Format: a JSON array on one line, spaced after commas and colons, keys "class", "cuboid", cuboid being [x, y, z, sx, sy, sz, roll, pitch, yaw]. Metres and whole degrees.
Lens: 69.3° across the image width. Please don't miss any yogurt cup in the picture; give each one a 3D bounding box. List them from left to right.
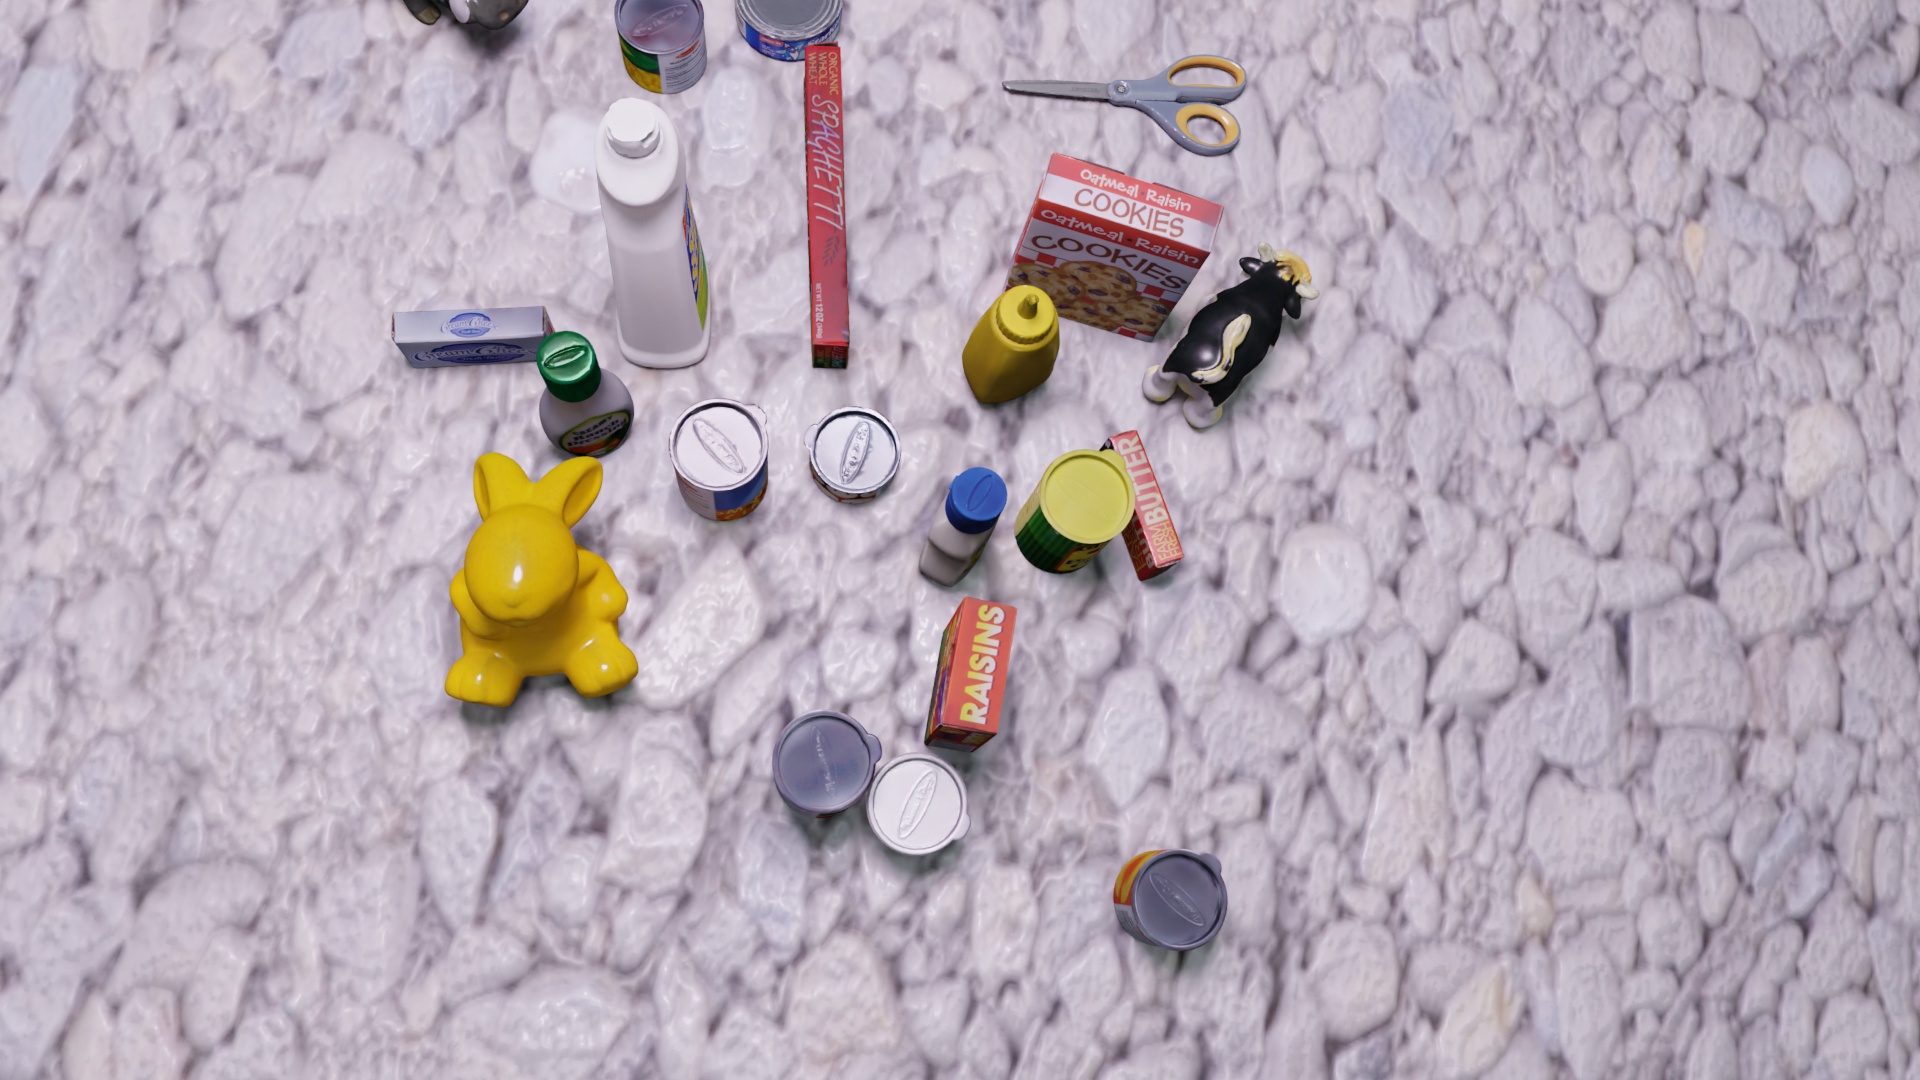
[{"class": "yogurt cup", "cuboid": [-0.031, 0.180, 0.944, 0.072, 0.053, 0.072, 2, 76, -7]}]

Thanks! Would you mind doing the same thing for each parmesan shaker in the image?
[{"class": "parmesan shaker", "cuboid": [0.081, -0.020, 0.985, 0.071, 0.103, 0.071, 2, 76, -7]}]

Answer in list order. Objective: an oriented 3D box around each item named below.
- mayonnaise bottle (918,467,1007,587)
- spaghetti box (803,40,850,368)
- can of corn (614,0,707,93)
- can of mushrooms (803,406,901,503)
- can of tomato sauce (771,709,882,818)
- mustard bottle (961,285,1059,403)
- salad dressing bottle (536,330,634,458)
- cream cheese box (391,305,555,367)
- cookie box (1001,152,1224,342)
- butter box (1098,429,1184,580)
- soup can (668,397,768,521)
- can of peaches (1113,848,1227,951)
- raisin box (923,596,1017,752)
[{"class": "mayonnaise bottle", "cuboid": [0.003, -0.012, 0.950, 0.041, 0.147, 0.065, 32, 74, 1]}, {"class": "spaghetti box", "cuboid": [-0.102, -0.255, 1.049, 0.029, 0.050, 0.250, -1, 76, -8]}, {"class": "can of corn", "cuboid": [-0.230, -0.387, 1.063, 0.071, 0.058, 0.071, 2, 76, -7]}, {"class": "can of mushrooms", "cuboid": [-0.079, -0.063, 1.011, 0.071, 0.033, 0.071, 2, 76, -7]}, {"class": "can of tomato sauce", "cuboid": [-0.091, 0.150, 0.929, 0.071, 0.083, 0.071, 2, 76, -7]}, {"class": "mustard bottle", "cuboid": [0.040, -0.144, 0.982, 0.065, 0.160, 0.049, -19, 79, -11]}, {"class": "salad dressing bottle", "cuboid": [-0.257, -0.098, 0.938, 0.064, 0.147, 0.044, -24, 80, -12]}, {"class": "cream cheese box", "cuboid": [-0.344, -0.144, 0.988, 0.104, 0.053, 0.024, -4, 77, -8]}, {"class": "cookie box", "cuboid": [0.104, -0.208, 1.003, 0.123, 0.167, 0.040, 16, 75, -3]}, {"class": "butter box", "cuboid": [0.130, -0.025, 1.019, 0.024, 0.053, 0.103, -17, 79, -11]}, {"class": "soup can", "cuboid": [-0.165, -0.056, 0.972, 0.071, 0.083, 0.071, 2, 76, -7]}, {"class": "can of peaches", "cuboid": [0.144, 0.243, 0.949, 0.071, 0.058, 0.071, 2, 76, -7]}, {"class": "raisin box", "cuboid": [0.005, 0.093, 0.936, 0.040, 0.123, 0.086, 12, 75, -4]}]
